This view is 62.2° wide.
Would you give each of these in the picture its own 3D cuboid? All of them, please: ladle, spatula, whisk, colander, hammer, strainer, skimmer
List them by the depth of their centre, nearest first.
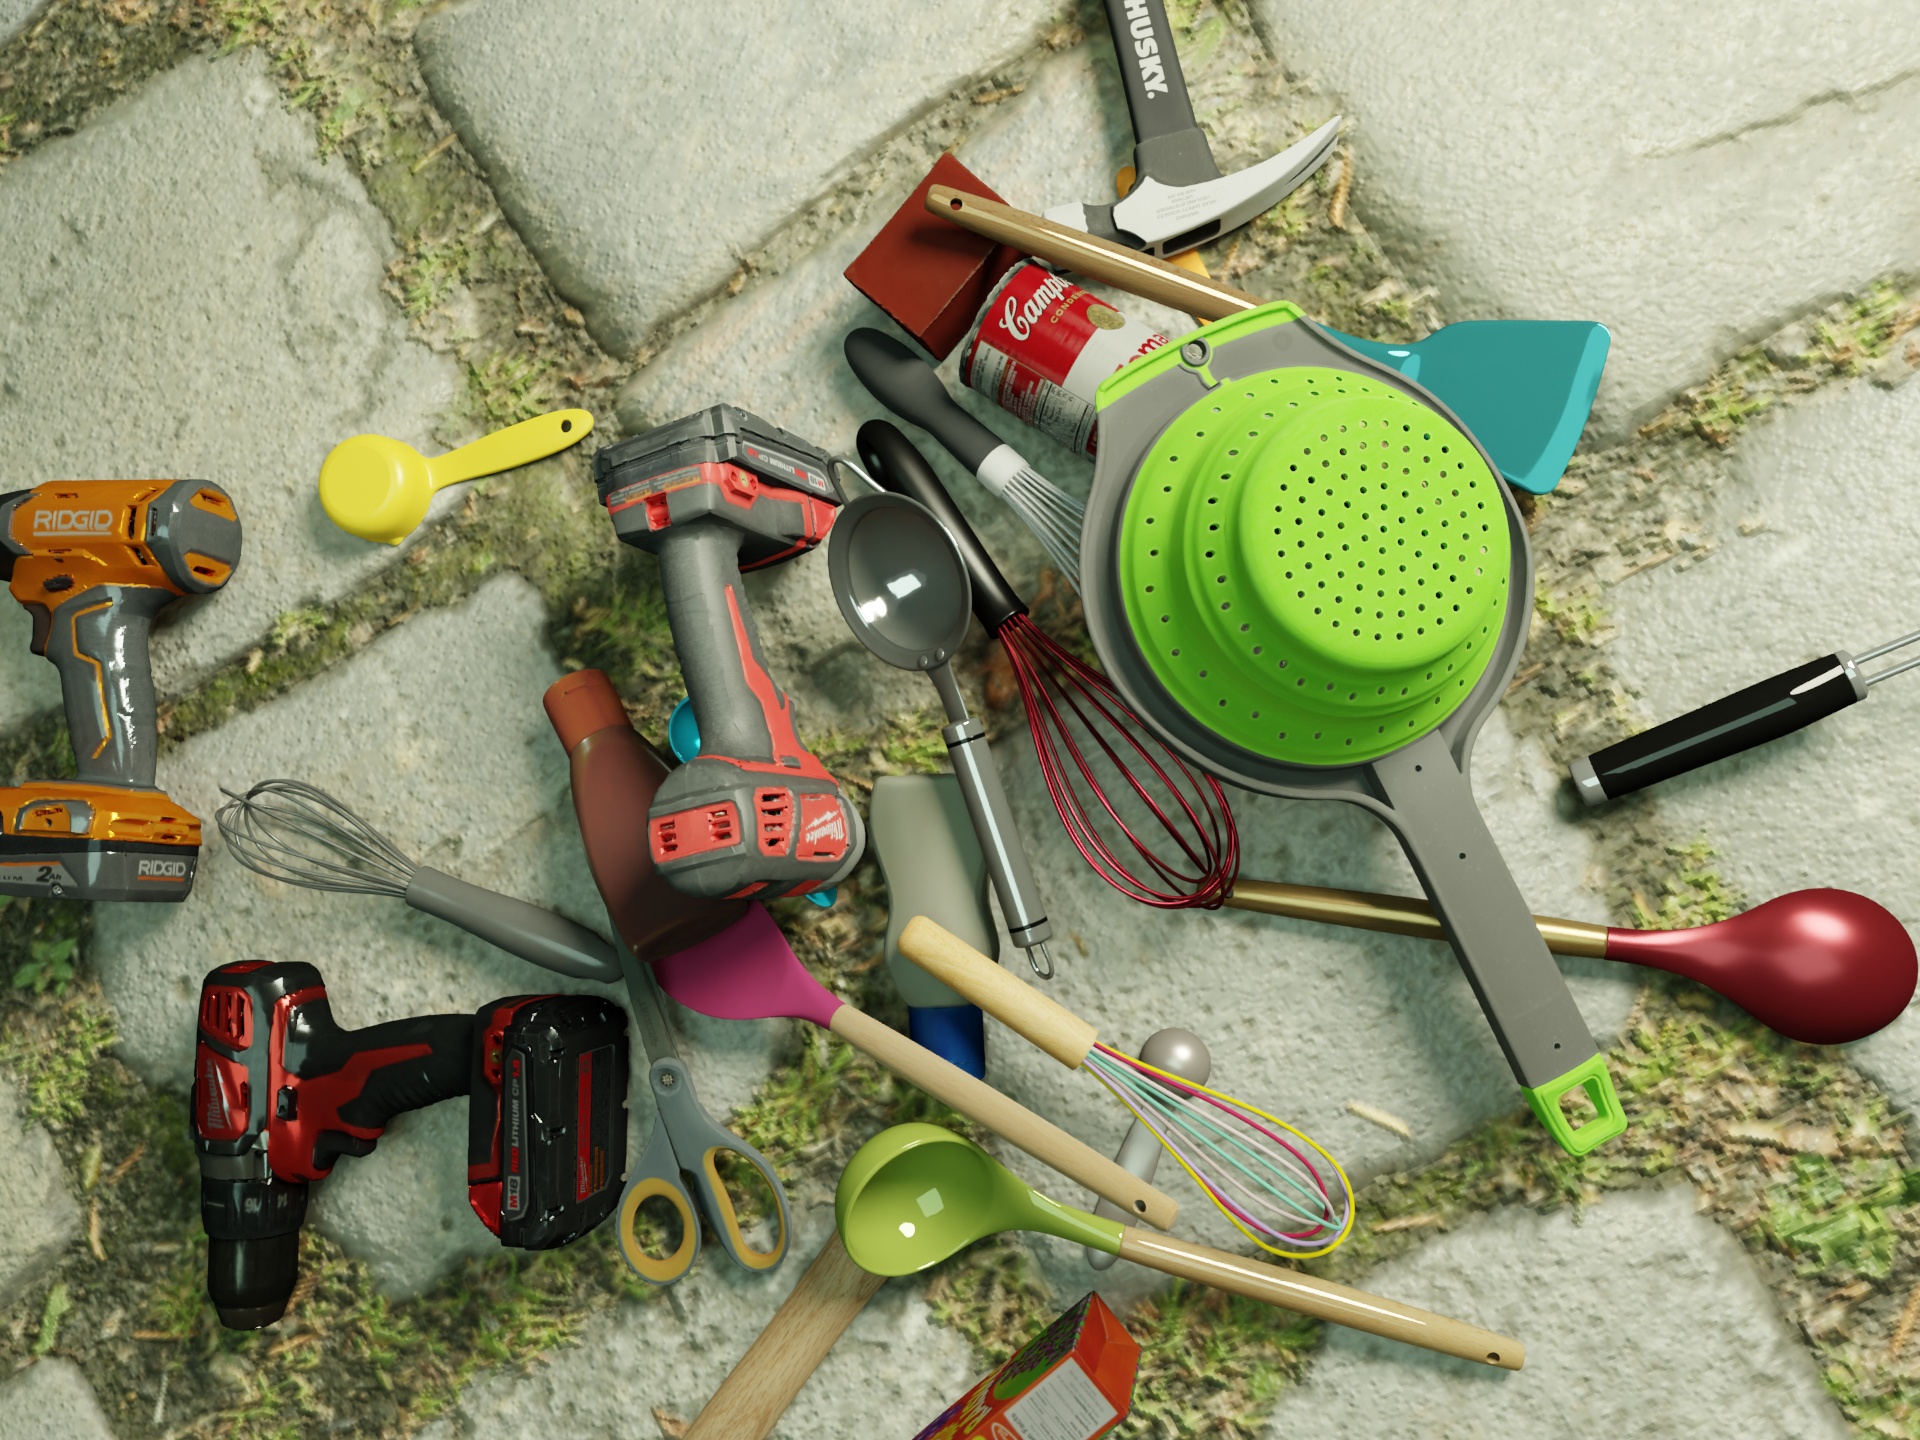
[{"bbox_3d":[0.194,0.003,0.661,0.204,0.094,0.397,-26,89,-9],"label":"colander"},{"bbox_3d":[0.445,-0.045,0.691,0.363,0.090,0.127,-26,85,20],"label":"skimmer"},{"bbox_3d":[0.266,0.096,0.724,0.315,0.031,0.069,6,89,14],"label":"ladle"},{"bbox_3d":[0.098,0.253,0.728,0.320,0.062,0.078,14,110,7],"label":"ladle"},{"bbox_3d":[0.074,0.167,0.729,0.245,0.051,0.047,33,105,4],"label":"whisk"},{"bbox_3d":[0.135,-0.192,0.735,0.317,0.044,0.082,19,95,-3],"label":"spatula"},{"bbox_3d":[-0.001,-0.002,0.736,0.087,0.050,0.258,-18,91,45],"label":"strainer"},{"bbox_3d":[0.034,-0.031,0.761,0.073,0.073,0.296,-37,75,8],"label":"whisk"},{"bbox_3d":[0.043,-0.099,0.767,0.285,0.070,0.070,44,96,16],"label":"whisk"},{"bbox_3d":[0.080,-0.392,0.778,0.146,0.035,0.335,-13,83,6],"label":"hammer"},{"bbox_3d":[-0.133,0.380,0.788,0.130,0.031,0.331,38,95,11],"label":"hammer"},{"bbox_3d":[-0.281,0.085,0.826,0.239,0.055,0.055,21,92,7],"label":"whisk"}]

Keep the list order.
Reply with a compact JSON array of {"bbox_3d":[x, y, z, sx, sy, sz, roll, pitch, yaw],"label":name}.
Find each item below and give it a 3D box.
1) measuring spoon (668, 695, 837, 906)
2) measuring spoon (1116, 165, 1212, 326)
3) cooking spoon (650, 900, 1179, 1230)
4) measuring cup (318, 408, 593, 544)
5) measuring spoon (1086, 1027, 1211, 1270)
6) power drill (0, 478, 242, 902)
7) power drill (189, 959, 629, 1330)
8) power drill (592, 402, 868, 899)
[{"bbox_3d":[-0.101,0.040,0.809,0.042,0.021,0.128,-35,90,10],"label":"measuring spoon"},{"bbox_3d":[0.108,-0.224,0.778,0.021,0.011,0.117,-31,81,9],"label":"measuring spoon"},{"bbox_3d":[-0.038,0.153,0.752,0.319,0.017,0.069,25,94,27],"label":"cooking spoon"},{"bbox_3d":[-0.269,-0.139,0.842,0.156,0.029,0.062,-16,84,12],"label":"measuring cup"},{"bbox_3d":[0.086,0.206,0.758,0.034,0.018,0.124,21,92,12],"label":"measuring spoon"},{"bbox_3d":[-0.483,-0.019,0.858,0.164,0.084,0.226,2,83,12],"label":"power drill"},{"bbox_3d":[-0.289,0.219,0.808,0.227,0.080,0.188,0,87,15],"label":"power drill"},{"bbox_3d":[-0.097,-0.024,0.751,0.078,0.143,0.220,-14,78,24],"label":"power drill"}]
